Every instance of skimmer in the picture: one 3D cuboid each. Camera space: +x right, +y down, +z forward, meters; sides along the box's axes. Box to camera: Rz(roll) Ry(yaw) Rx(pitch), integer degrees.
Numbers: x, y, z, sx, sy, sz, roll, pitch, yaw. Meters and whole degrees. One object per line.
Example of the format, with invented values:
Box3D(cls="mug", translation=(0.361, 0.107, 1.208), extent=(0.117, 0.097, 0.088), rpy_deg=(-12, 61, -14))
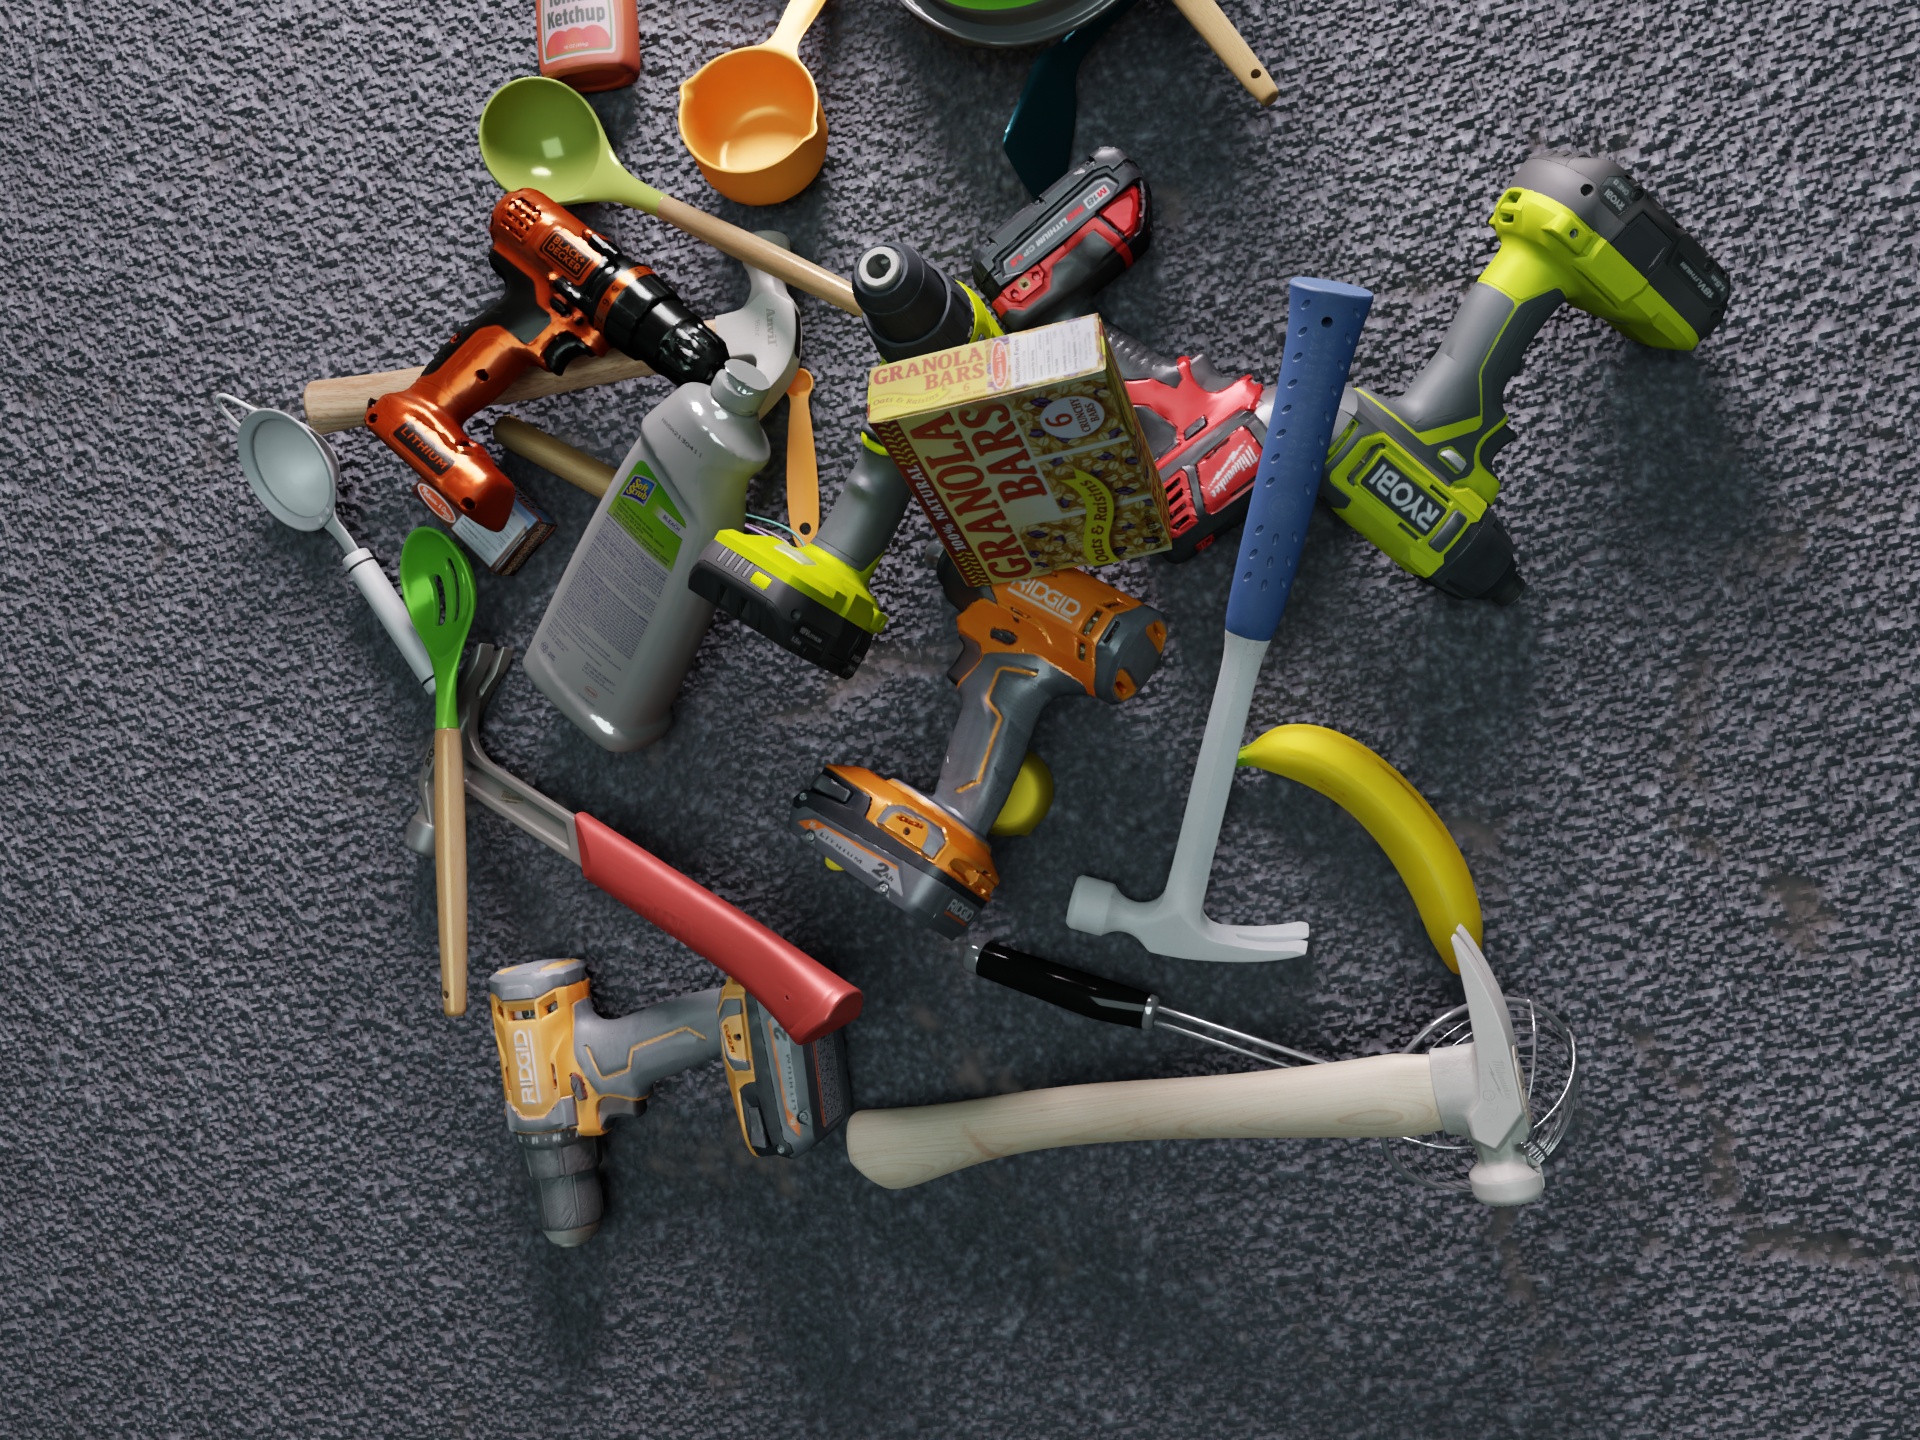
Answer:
Box3D(cls="skimmer", translation=(0.181, 0.186, 0.962), extent=(0.363, 0.090, 0.127), rpy_deg=(15, 109, 21))

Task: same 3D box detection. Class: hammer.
Box3D(cls="hammer", translation=(-0.203, 0.085, 0.985), extent=(0.359, 0.036, 0.149), rpy_deg=(27, 98, 27))
Box3D(cls="hammer", translation=(0.164, -0.038, 0.888), extent=(0.144, 0.035, 0.405), rpy_deg=(14, 116, 8))
Box3D(cls="hammer", translation=(0.113, 0.218, 0.927), extent=(0.410, 0.038, 0.146), rpy_deg=(-12, 91, 25))
Box3D(cls="hammer", translation=(-0.263, -0.222, 1.021), extent=(0.331, 0.031, 0.130), rpy_deg=(-7, 81, 8))

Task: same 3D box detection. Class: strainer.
Box3D(cls="strainer", translation=(-0.409, -0.114, 1.070), extent=(0.087, 0.050, 0.258), rpy_deg=(-32, 92, 39))

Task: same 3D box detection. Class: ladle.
Box3D(cls="ladle", translation=(0.093, -0.465, 0.919), extent=(0.069, 0.031, 0.316), rpy_deg=(-33, 70, 5))
Box3D(cls="ladle", translation=(-0.168, -0.311, 0.977), extent=(0.320, 0.062, 0.078), rpy_deg=(31, 93, 21))

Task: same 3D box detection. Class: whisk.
Box3D(cls="whisk", translation=(-0.200, -0.141, 1.025), extent=(0.245, 0.047, 0.051), rpy_deg=(28, 98, 13))

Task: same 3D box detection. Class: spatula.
Box3D(cls="spatula", translation=(0.127, -0.450, 0.946), extent=(0.044, 0.082, 0.317), rpy_deg=(42, 95, 30))

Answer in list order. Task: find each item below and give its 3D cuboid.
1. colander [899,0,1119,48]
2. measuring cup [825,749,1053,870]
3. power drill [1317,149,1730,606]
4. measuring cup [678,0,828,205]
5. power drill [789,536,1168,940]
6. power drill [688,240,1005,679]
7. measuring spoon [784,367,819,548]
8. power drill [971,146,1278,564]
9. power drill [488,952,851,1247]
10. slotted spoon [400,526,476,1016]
Box3D(cls="colander", translation=(-0.049, -0.504, 0.919), extent=(0.397, 0.094, 0.204), rpy_deg=(8, 88, 24))
Box3D(cls="measuring cup", translation=(-0.017, 0.063, 0.998), extent=(0.156, 0.029, 0.062), rpy_deg=(-23, 87, 9))
Box3D(cls="power drill", translation=(0.307, -0.184, 0.889), extent=(0.171, 0.080, 0.223), rpy_deg=(34, 101, -20))
Box3D(cls="measuring cup", translation=(-0.108, -0.403, 0.999), extent=(0.095, 0.052, 0.174), rpy_deg=(23, 78, 13))
Box3D(cls="power drill", translation=(-0.002, -0.003, 0.951), extent=(0.164, 0.084, 0.226), rpy_deg=(31, 84, 28))
Box3D(cls="power drill", translation=(-0.056, -0.149, 0.906), extent=(0.080, 0.190, 0.228), rpy_deg=(32, 91, 20))
Box3D(cls="measuring spoon", translation=(-0.101, -0.167, 1.021), extent=(0.021, 0.011, 0.117), rpy_deg=(-1, 95, 12))
Box3D(cls="power drill", translation=(0.119, -0.218, 0.942), extent=(0.143, 0.078, 0.220), rpy_deg=(-36, 88, 12))
Box3D(cls="power drill", translation=(-0.188, 0.241, 1.016), extent=(0.226, 0.084, 0.185), rpy_deg=(-7, 91, 16))
Box3D(cls="slotted spoon", translation=(-0.330, 0.032, 1.024), extent=(0.070, 0.031, 0.314), rpy_deg=(-7, 84, 35))
